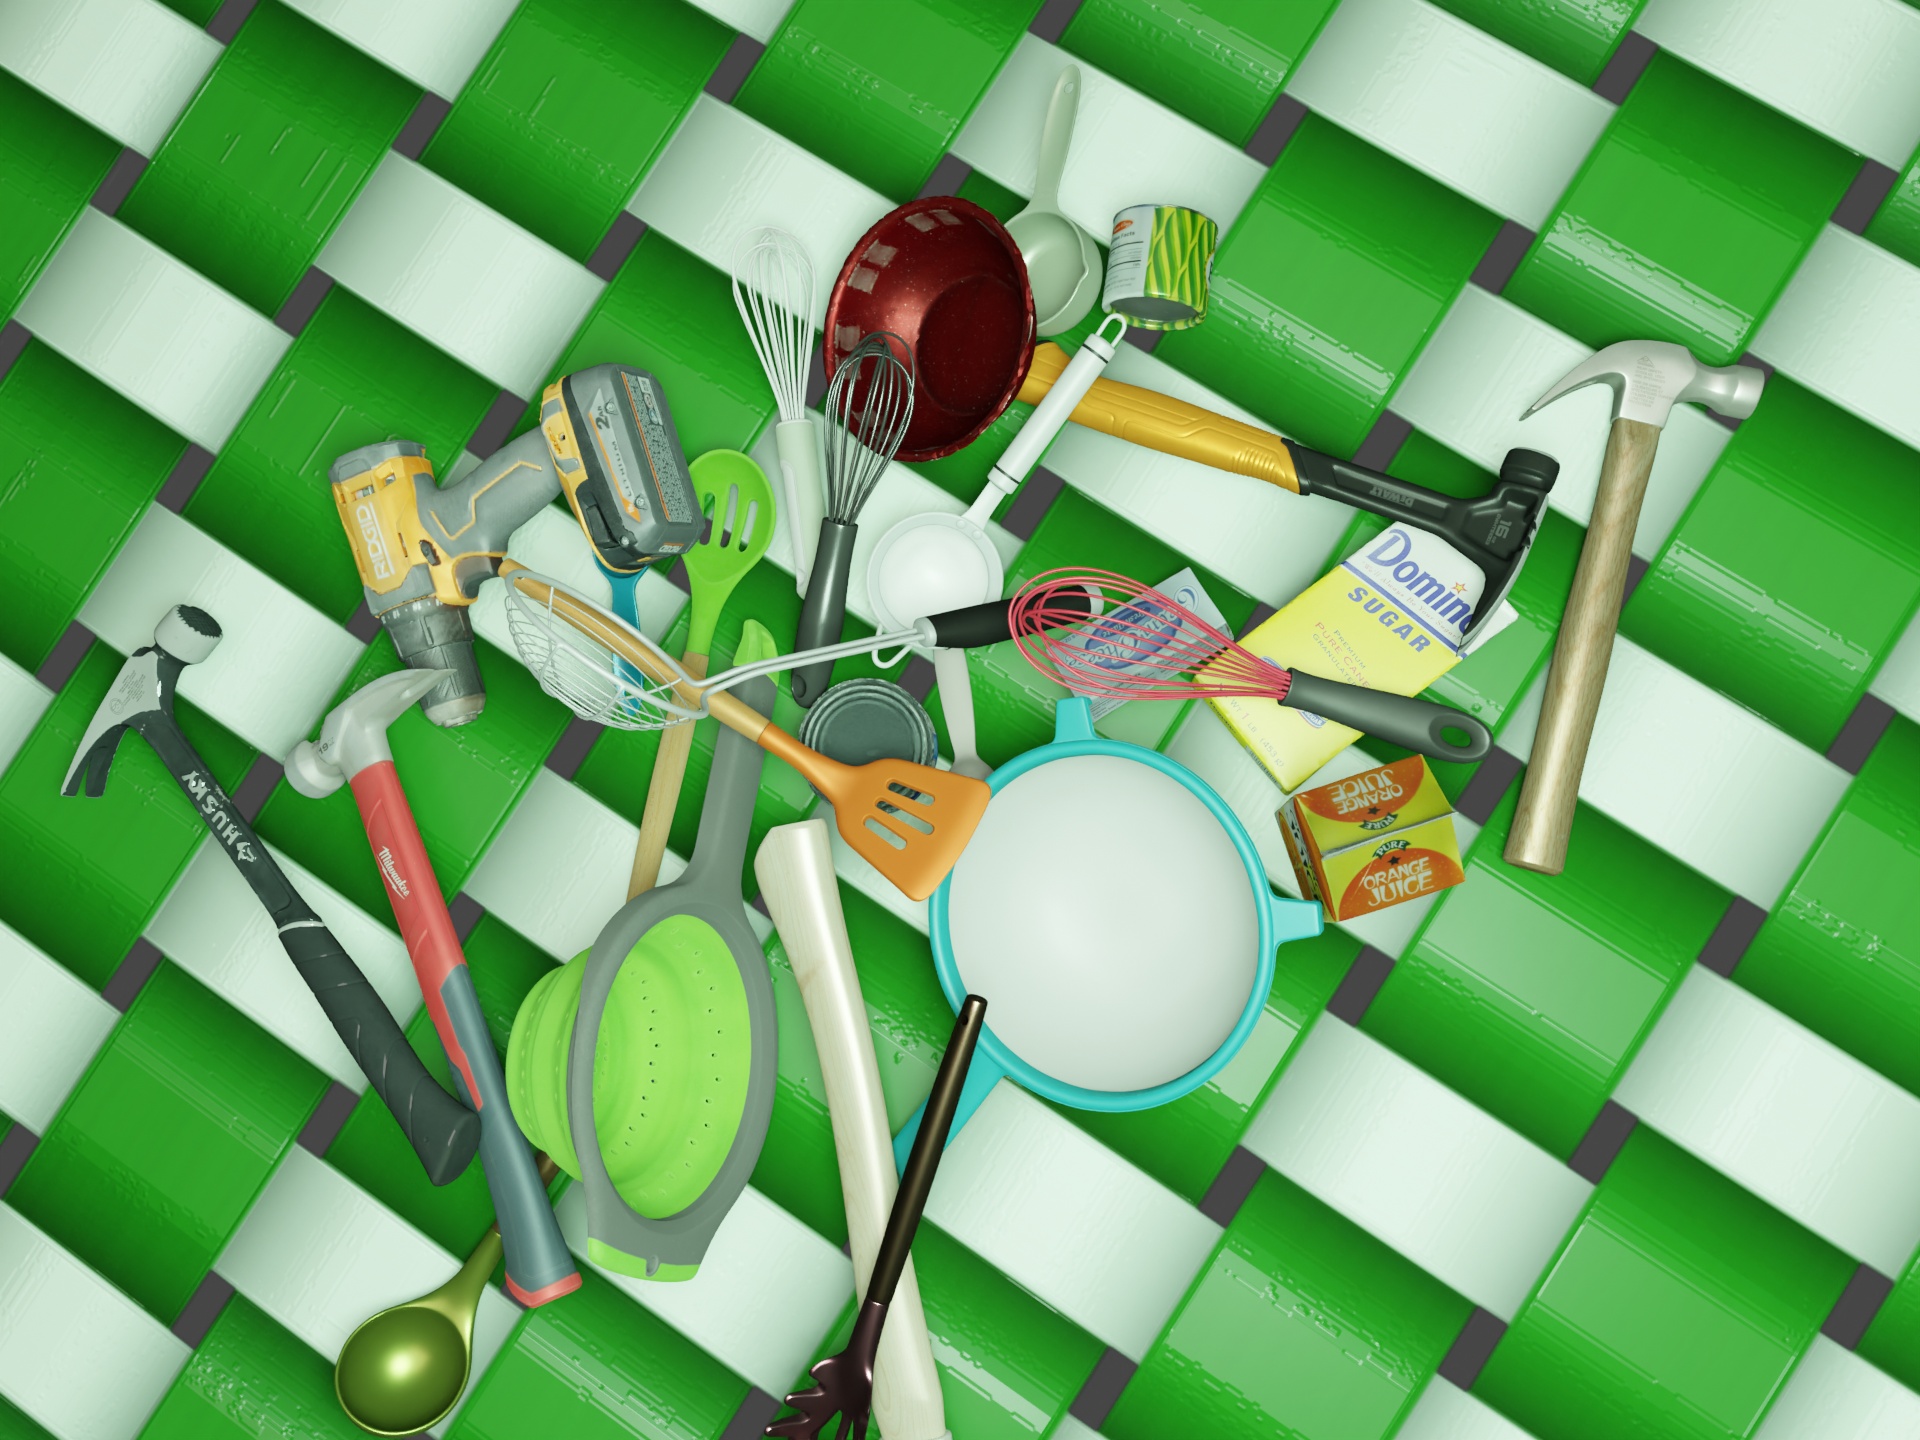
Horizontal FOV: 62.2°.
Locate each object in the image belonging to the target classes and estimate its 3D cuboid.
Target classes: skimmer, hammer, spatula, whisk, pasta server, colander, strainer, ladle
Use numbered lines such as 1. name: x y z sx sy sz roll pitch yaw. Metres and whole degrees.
1. skimmer: -0.074 -0.065 0.910 0.363 0.127 0.090 -13 124 -25
2. hammer: -0.422 0.118 0.984 0.149 0.036 0.409 -46 71 11
3. hammer: -0.048 0.260 0.942 0.146 0.038 0.411 -13 85 23
4. spatula: -0.135 -0.008 0.932 0.322 0.041 0.081 32 77 3
5. whisk: -0.071 -0.120 0.978 0.055 0.055 0.239 15 106 7
6. pasta server: -0.042 0.304 0.901 0.060 0.040 0.316 22 97 32
7. hammer: 0.177 -0.155 0.966 0.337 0.034 0.127 23 79 17
8. colander: -0.184 0.123 0.955 0.094 0.204 0.397 -2 65 24
9. strainer: 0.023 -0.142 0.984 0.086 0.050 0.258 34 101 -15
10. ladle: -0.272 0.296 0.984 0.078 0.062 0.320 33 86 7
11. hammer: -0.301 0.159 0.965 0.143 0.038 0.386 -31 76 28
12. whisk: 0.169 -0.024 0.920 0.296 0.073 0.073 16 86 -5
13. whisk: -0.108 -0.197 1.021 0.059 0.058 0.246 -6 87 -29
14. hammer: 0.382 -0.071 0.964 0.130 0.031 0.331 15 86 7
15. strainer: 0.059 0.163 0.954 0.211 0.095 0.340 43 111 20

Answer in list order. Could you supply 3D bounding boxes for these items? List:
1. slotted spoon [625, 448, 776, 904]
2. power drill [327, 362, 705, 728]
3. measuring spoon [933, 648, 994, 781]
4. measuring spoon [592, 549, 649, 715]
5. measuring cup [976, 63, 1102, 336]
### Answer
1. slotted spoon: -0.177 -0.018 1.020 0.070 0.031 0.314 12 88 7
2. power drill: -0.278 -0.108 1.000 0.226 0.084 0.185 -17 90 18
3. measuring spoon: -0.002 -0.003 1.003 0.034 0.018 0.124 -10 83 5
4. measuring spoon: -0.214 -0.068 1.036 0.042 0.021 0.128 -1 93 14
5. measuring cup: 0.062 -0.325 1.004 0.083 0.038 0.167 12 92 33
